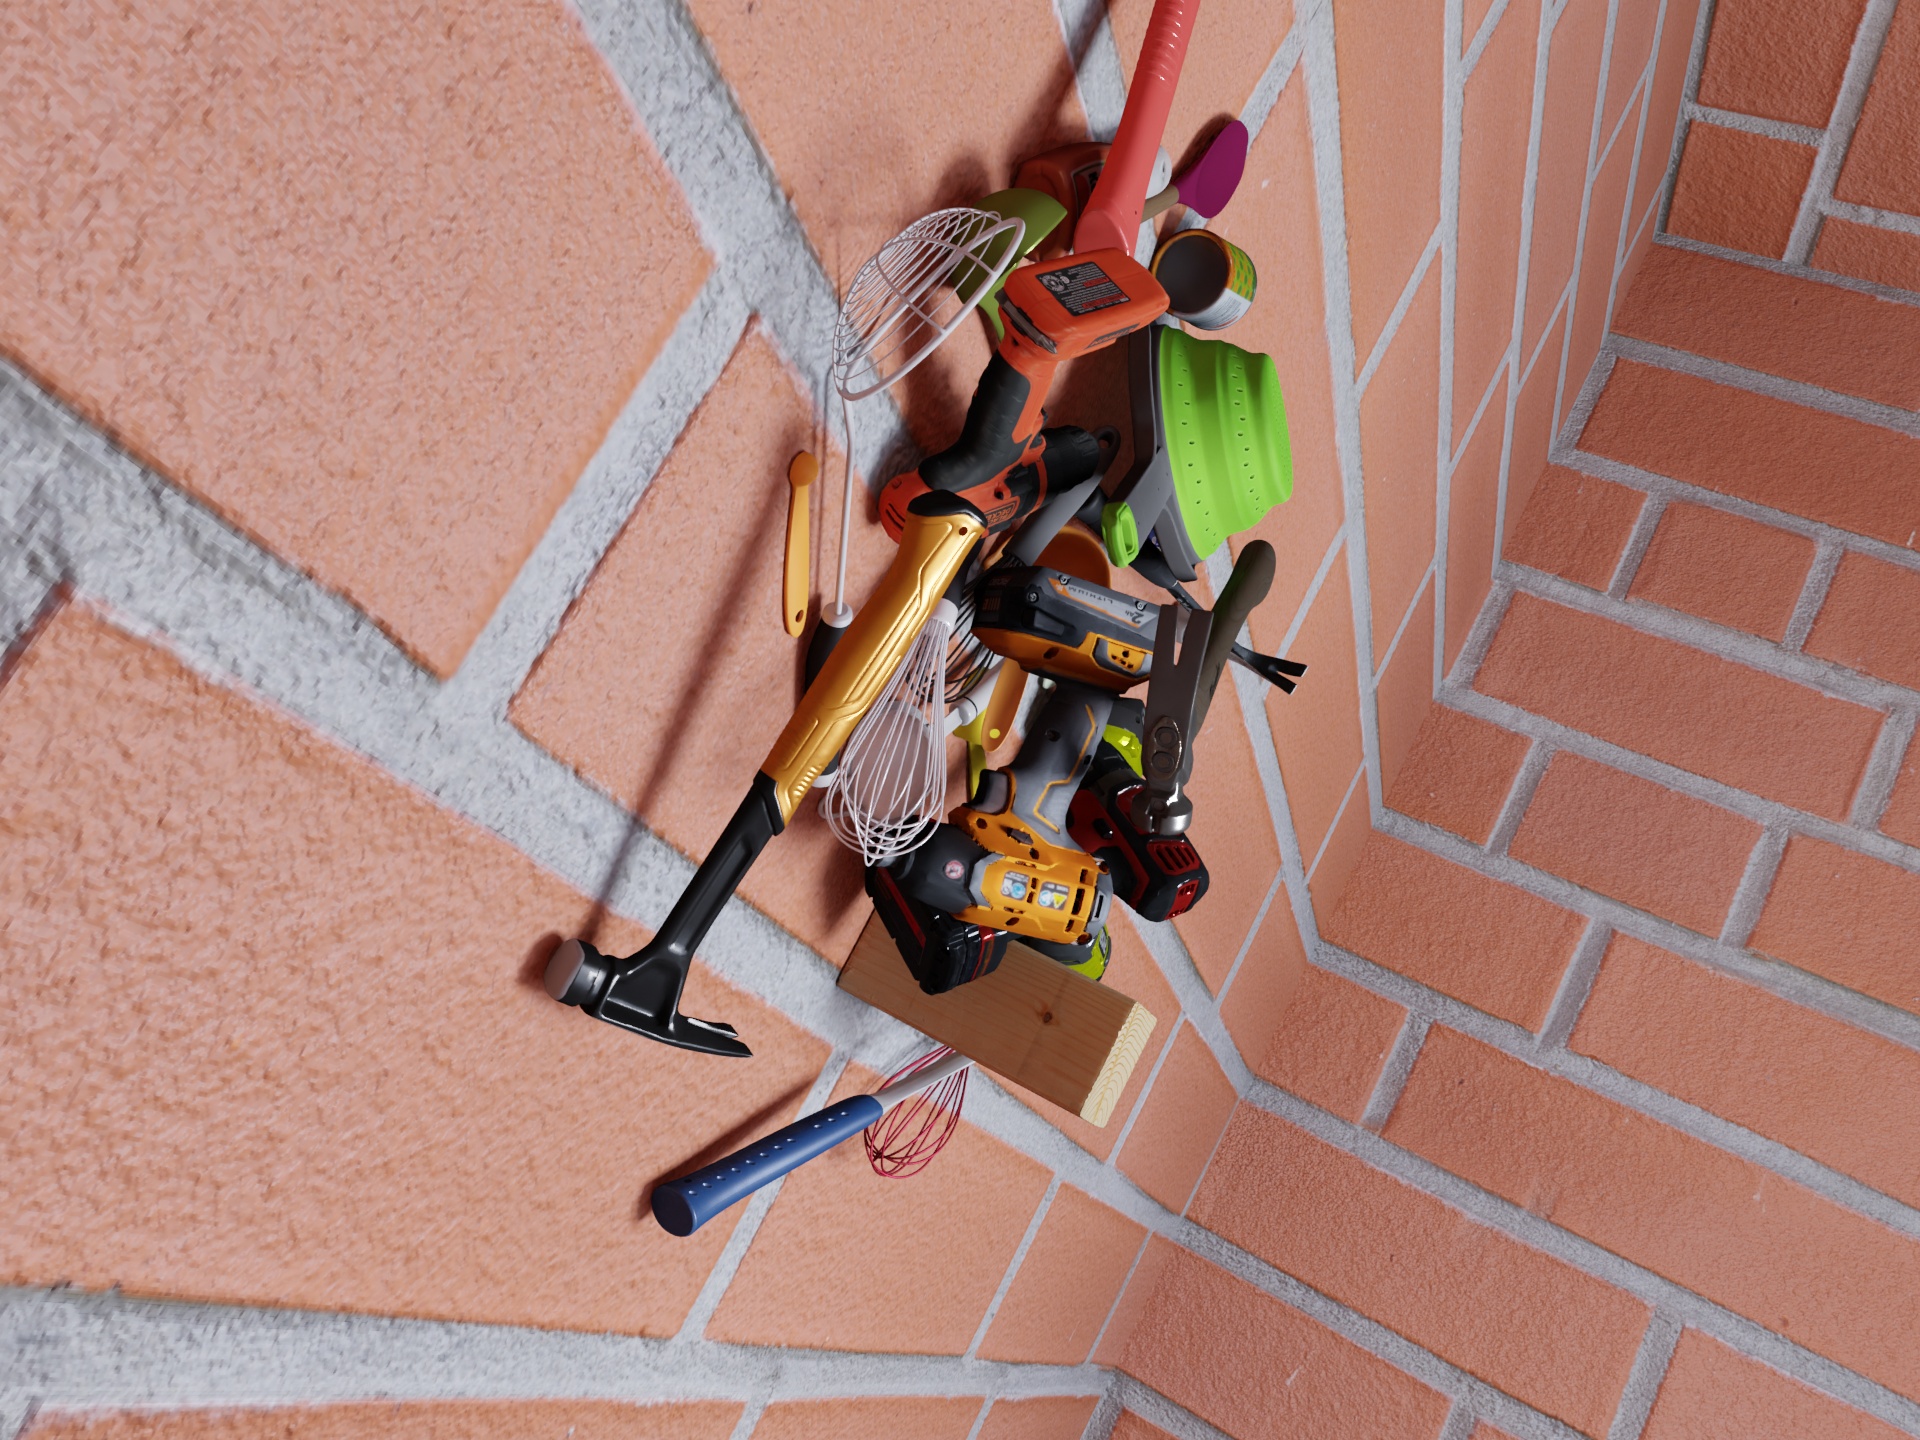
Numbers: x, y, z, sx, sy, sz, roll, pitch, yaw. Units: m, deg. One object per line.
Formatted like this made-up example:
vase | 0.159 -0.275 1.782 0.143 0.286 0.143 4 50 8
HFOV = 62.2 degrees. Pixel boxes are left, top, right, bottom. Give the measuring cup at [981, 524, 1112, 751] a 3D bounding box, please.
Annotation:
measuring cup | 0.050 -0.051 1.118 0.052 0.095 0.174 66 42 -71

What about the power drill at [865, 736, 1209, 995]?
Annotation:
power drill | 0.046 0.084 1.147 0.226 0.188 0.080 -17 146 -24

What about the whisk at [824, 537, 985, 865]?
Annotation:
whisk | -0.021 -0.037 0.972 0.070 0.070 0.285 78 23 -53

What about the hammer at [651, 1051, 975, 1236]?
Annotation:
hammer | -0.064 0.282 1.183 0.405 0.144 0.035 -15 111 -49

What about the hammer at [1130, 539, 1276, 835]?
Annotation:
hammer | 0.186 -0.070 1.137 0.411 0.038 0.146 -51 148 -62

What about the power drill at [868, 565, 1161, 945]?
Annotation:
power drill | 0.037 0.020 1.016 0.164 0.084 0.226 16 86 -26

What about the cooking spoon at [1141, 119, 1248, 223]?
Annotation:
cooking spoon | 0.136 -0.364 1.118 0.319 0.017 0.068 -42 145 -46

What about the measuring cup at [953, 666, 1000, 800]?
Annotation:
measuring cup | 0.023 0.027 1.217 0.062 0.029 0.156 -48 148 -36

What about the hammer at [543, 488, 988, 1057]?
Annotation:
hammer | -0.083 0.027 0.856 0.127 0.034 0.337 31 94 -37

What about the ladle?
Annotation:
ladle | 0.047 -0.215 1.021 0.078 0.062 0.319 -46 154 -13

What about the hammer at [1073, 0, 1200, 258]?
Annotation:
hammer | 0.137 -0.440 0.969 0.149 0.037 0.359 29 75 -66

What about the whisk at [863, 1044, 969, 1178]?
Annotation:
whisk | -0.001 0.284 1.371 0.296 0.073 0.073 -46 150 -50

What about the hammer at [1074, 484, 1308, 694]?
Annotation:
hammer | 0.176 -0.112 1.323 0.036 0.149 0.408 -59 149 0

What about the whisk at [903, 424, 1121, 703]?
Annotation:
whisk | 0.041 -0.109 1.084 0.239 0.055 0.055 -54 154 -12

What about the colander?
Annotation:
colander | 0.172 -0.180 1.104 0.397 0.094 0.204 -56 135 -64

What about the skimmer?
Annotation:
skimmer | -0.036 -0.108 0.898 0.127 0.090 0.363 -85 -176 -56

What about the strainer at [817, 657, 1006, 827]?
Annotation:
strainer | -0.002 -0.004 1.107 0.258 0.050 0.086 -42 126 -41

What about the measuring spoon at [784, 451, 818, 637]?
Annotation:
measuring spoon | -0.088 -0.096 0.895 0.021 0.011 0.116 -39 144 -47

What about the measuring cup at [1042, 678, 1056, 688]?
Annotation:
measuring cup | 0.122 -0.051 1.346 0.167 0.038 0.083 -32 139 -54

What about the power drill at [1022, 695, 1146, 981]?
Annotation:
power drill | 0.103 0.107 1.313 0.190 0.080 0.229 66 33 -66
